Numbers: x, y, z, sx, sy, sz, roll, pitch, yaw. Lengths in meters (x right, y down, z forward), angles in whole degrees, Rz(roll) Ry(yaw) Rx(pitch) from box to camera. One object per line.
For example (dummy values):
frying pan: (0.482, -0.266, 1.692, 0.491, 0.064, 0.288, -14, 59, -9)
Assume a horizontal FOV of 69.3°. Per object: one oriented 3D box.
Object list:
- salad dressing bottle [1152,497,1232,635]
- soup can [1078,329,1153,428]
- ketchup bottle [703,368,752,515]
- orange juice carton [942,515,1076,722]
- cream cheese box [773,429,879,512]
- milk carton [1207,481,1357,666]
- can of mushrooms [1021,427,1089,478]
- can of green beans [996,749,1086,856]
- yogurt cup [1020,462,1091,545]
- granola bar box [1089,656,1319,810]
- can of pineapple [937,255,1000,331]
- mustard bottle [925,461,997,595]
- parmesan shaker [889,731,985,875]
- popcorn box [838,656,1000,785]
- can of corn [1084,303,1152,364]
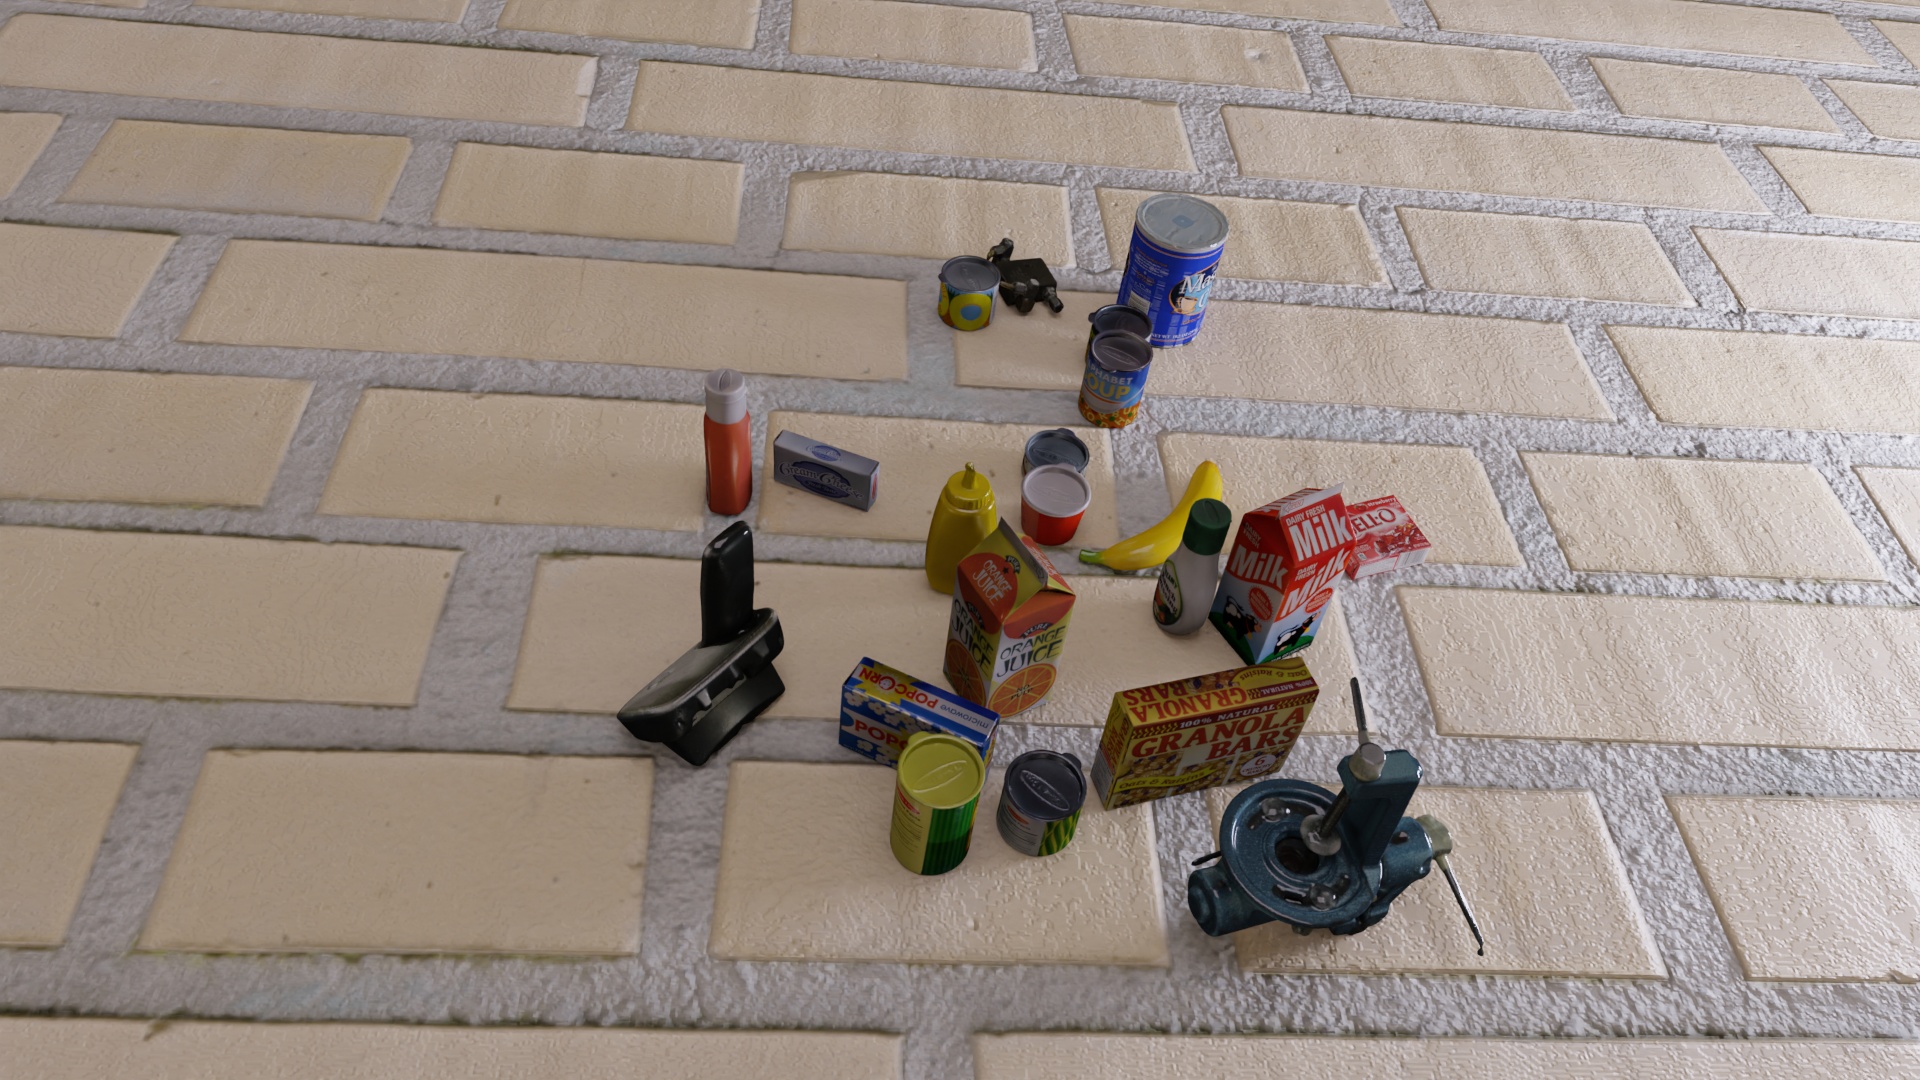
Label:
salad dressing bottle: (0.209, 0.024, 1.248, 0.044, 0.146, 0.064, -6, 49, -13)
soup can: (0.160, -0.168, 1.459, 0.071, 0.083, 0.072, 4, 48, -4)
ketchup bottle: (-0.217, -0.094, 1.297, 0.043, 0.148, 0.065, 5, 47, -3)
orange juice carton: (0.040, 0.066, 1.155, 0.073, 0.191, 0.072, -20, 53, -23)
cream cheese box: (-0.131, -0.067, 1.349, 0.104, 0.053, 0.024, 19, 48, 10)
milk carton: (0.287, 0.024, 1.229, 0.072, 0.189, 0.074, -20, 53, -24)
can of mushrooms: (0.096, -0.080, 1.404, 0.071, 0.033, 0.071, 4, 47, -4)
can of green beans: (0.065, 0.212, 1.117, 0.071, 0.057, 0.071, 4, 47, -4)
yogurt cup: (0.089, -0.032, 1.346, 0.072, 0.053, 0.073, 4, 47, -4)
granola bar box: (0.198, 0.159, 1.138, 0.166, 0.123, 0.039, -9, 50, -16)
can of pineapple: (0.007, -0.277, 1.556, 0.071, 0.057, 0.071, 4, 47, -4)
mustard bottle: (0.004, -0.016, 1.247, 0.065, 0.159, 0.049, 8, 47, 0)
parmesan shaker: (-0.021, 0.205, 1.082, 0.071, 0.102, 0.072, 4, 48, -4)
popcorn box: (-0.035, 0.155, 1.137, 0.127, 0.084, 0.038, 22, 49, 12)
can of corn: (0.170, -0.217, 1.522, 0.071, 0.058, 0.071, 4, 47, -4)
